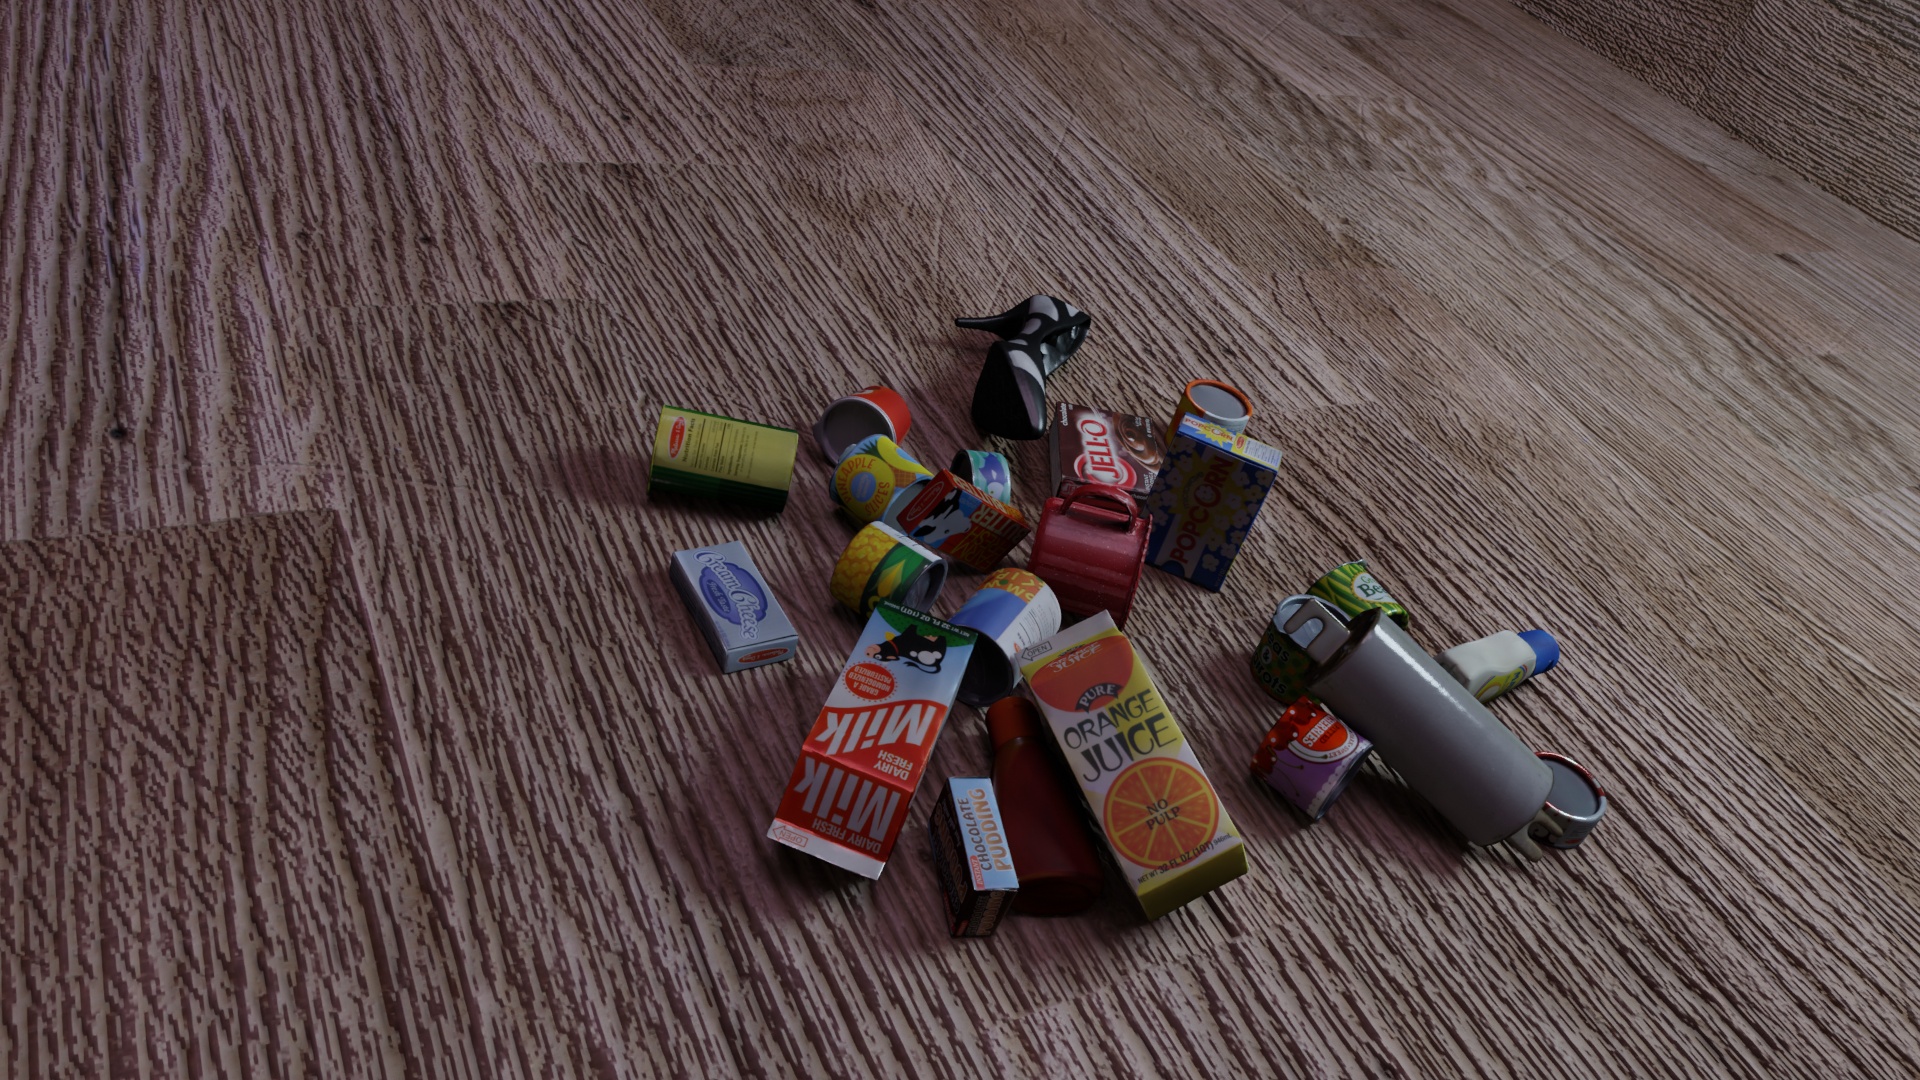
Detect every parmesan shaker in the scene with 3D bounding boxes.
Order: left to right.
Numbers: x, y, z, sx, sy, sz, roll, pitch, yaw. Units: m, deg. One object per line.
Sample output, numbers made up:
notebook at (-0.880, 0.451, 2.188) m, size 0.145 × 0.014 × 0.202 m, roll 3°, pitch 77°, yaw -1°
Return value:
parmesan shaker at (-0.180, -0.059, 1.054) m, size 0.103 × 0.071 × 0.072 m, roll 11°, pitch 38°, yaw -10°

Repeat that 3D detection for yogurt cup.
yogurt cup at (-0.075, -0.093, 1.138) m, size 0.072 × 0.072 × 0.054 m, roll 25°, pitch 30°, yaw 9°

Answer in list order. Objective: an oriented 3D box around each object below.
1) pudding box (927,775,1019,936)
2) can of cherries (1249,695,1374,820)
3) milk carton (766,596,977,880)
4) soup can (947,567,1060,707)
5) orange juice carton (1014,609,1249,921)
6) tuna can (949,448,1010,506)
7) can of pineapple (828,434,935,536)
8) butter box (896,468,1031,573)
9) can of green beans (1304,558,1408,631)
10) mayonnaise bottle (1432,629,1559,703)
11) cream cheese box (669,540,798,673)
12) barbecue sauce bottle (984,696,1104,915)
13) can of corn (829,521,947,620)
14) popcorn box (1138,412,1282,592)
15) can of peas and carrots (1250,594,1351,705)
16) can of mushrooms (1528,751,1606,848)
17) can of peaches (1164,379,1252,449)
pudding box at (0.006, 0.189, 0.837) m, size 0.030 × 0.049 × 0.084 m, roll 5°, pitch 40°, yaw -19°
can of cherries at (0.243, 0.149, 0.963) m, size 0.058 × 0.071 × 0.072 m, roll 38°, pitch 42°, yaw 23°
milk carton at (-0.054, 0.128, 0.868) m, size 0.072 × 0.073 × 0.191 m, roll 21°, pitch 38°, yaw 3°
soup can at (0.023, 0.067, 0.981) m, size 0.071 × 0.071 × 0.084 m, roll 28°, pitch 38°, yaw 13°
orange juice carton at (0.104, 0.134, 0.882) m, size 0.072 × 0.072 × 0.193 m, roll -27°, pitch 58°, yaw 0°
tuna can at (0.014, -0.037, 1.102) m, size 0.033 × 0.070 × 0.071 m, roll 4°, pitch 40°, yaw -18°
can of pineapple at (-0.060, -0.040, 1.074) m, size 0.058 × 0.070 × 0.071 m, roll 40°, pitch 43°, yaw 25°
butter box at (0.004, -0.013, 1.044) m, size 0.103 × 0.053 × 0.024 m, roll 27°, pitch 23°, yaw -49°
can of green beans at (0.311, 0.060, 1.101) m, size 0.071 × 0.071 × 0.058 m, roll -11°, pitch 47°, yaw -32°
mayonnaise bottle at (0.420, 0.102, 1.100) m, size 0.148 × 0.064 × 0.041 m, roll -11°, pitch 49°, yaw -37°
cream cheese box at (-0.159, 0.044, 0.968) m, size 0.053 × 0.024 × 0.104 m, roll -10°, pitch 46°, yaw -32°
barbecue sauce bottle at (0.046, 0.165, 0.887) m, size 0.065 × 0.043 × 0.149 m, roll 7°, pitch 39°, yaw -17°
can of corn at (-0.053, 0.030, 0.996) m, size 0.058 × 0.070 × 0.071 m, roll 31°, pitch 40°, yaw 17°
popcorn box at (0.195, -0.030, 1.117) m, size 0.085 × 0.126 × 0.038 m, roll 23°, pitch 35°, yaw 6°
can of peas and carrots at (0.259, 0.084, 1.057) m, size 0.071 × 0.058 × 0.071 m, roll 10°, pitch 39°, yaw -8°
can of mushrooms at (0.434, 0.188, 1.021) m, size 0.071 × 0.033 × 0.071 m, roll 11°, pitch 39°, yaw -9°
can of peaches at (0.227, -0.109, 1.281) m, size 0.071 × 0.057 × 0.071 m, roll 11°, pitch 39°, yaw -9°
